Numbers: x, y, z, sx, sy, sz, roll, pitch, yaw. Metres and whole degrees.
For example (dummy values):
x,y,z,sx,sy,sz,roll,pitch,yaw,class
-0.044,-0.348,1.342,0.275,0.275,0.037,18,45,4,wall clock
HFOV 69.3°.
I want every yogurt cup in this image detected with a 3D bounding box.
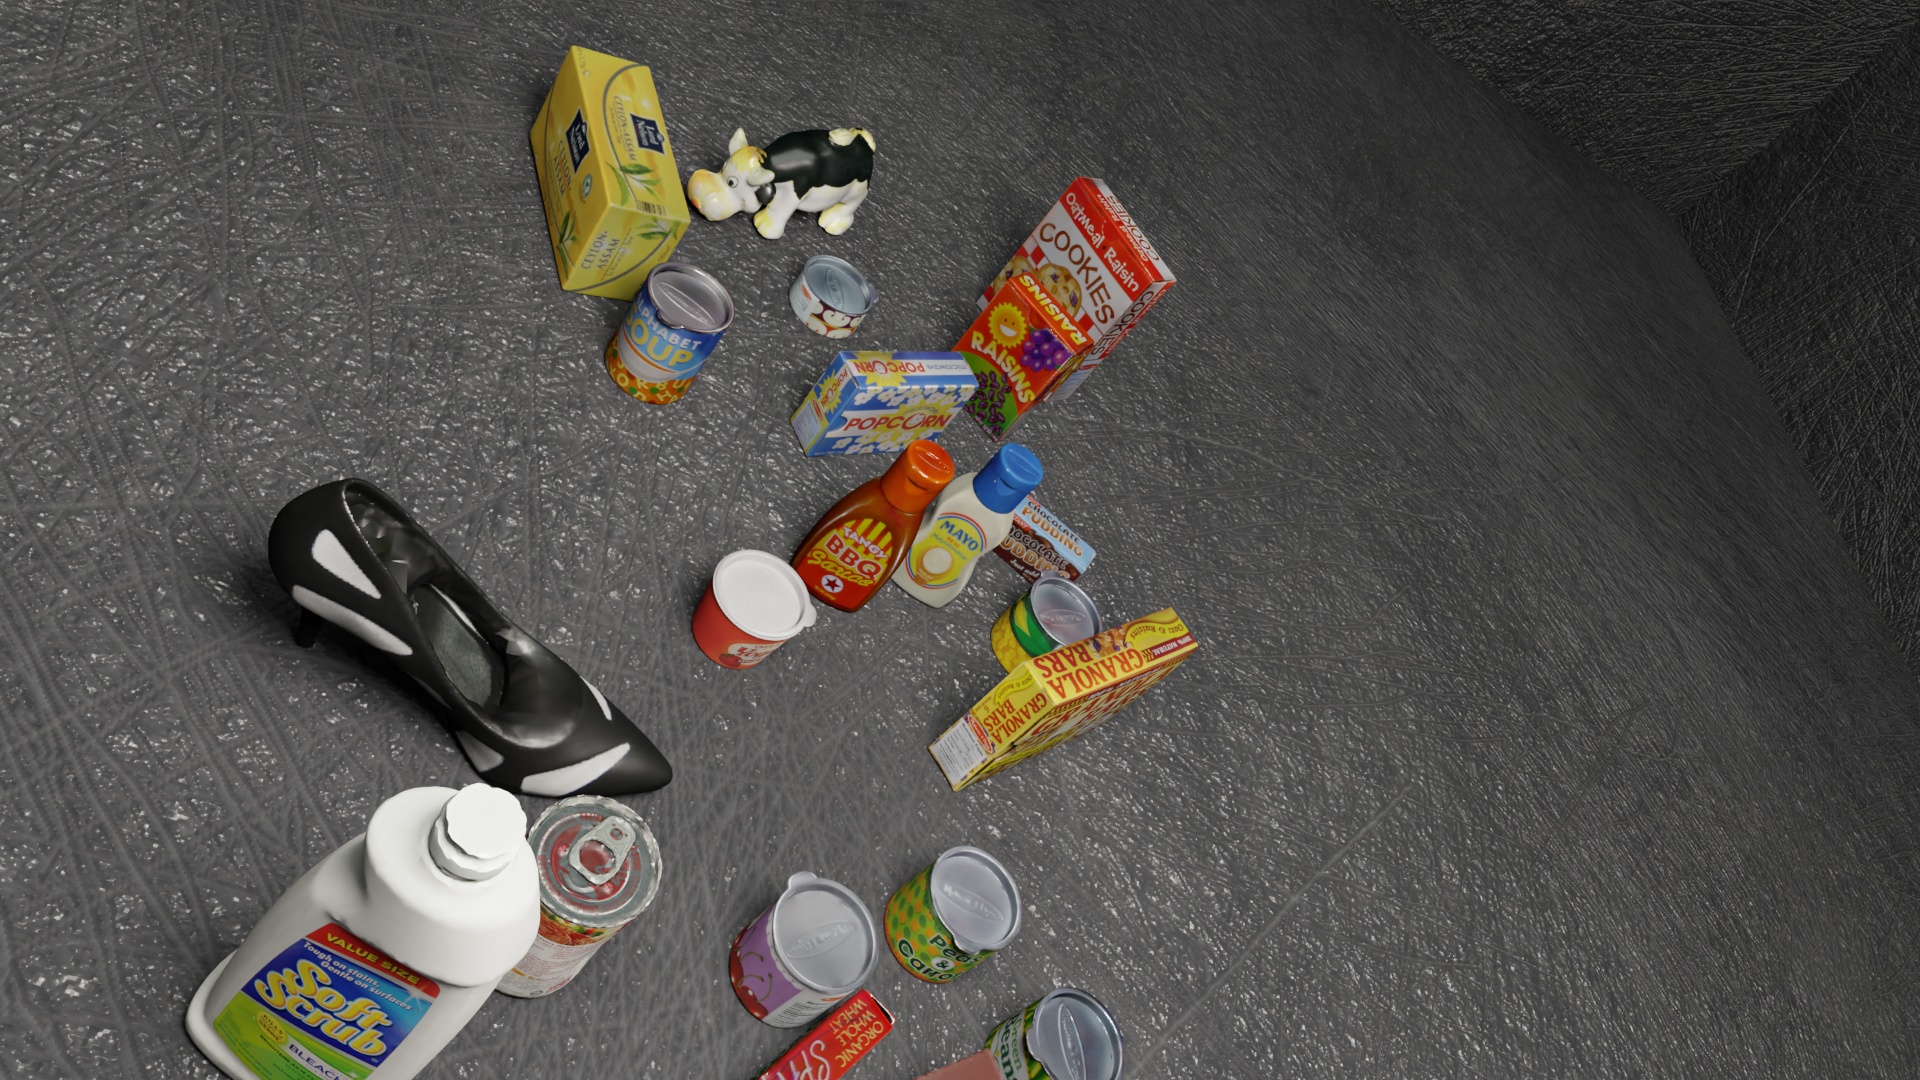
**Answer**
x,y,z,sx,sy,sz,roll,pitch,yaw,class
-0.140,0.048,0.907,0.072,0.053,0.073,22,44,-23,yogurt cup

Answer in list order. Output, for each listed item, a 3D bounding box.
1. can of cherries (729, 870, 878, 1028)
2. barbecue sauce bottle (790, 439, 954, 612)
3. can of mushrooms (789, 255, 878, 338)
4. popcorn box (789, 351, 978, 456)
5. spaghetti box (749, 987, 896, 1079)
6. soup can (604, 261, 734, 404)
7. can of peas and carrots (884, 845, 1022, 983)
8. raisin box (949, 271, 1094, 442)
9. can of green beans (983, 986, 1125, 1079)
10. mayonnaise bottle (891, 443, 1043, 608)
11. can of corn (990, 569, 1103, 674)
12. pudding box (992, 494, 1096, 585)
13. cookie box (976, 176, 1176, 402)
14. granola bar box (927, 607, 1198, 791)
x,y,z,sx,sy,sz,roll,pitch,yaw,class
-0.089,0.230,0.783,0.071,0.058,0.072,22,44,-23,can of cherries
-0.057,-0.012,0.954,0.065,0.147,0.044,35,40,-10,barbecue sauce bottle
-0.107,-0.205,1.173,0.071,0.033,0.071,22,44,-23,can of mushrooms
-0.058,-0.107,1.087,0.127,0.084,0.038,-7,60,-43,popcorn box
-0.127,0.307,0.690,0.029,0.050,0.251,51,40,9,spaghetti box
-0.211,-0.147,0.996,0.071,0.083,0.072,23,44,-23,soup can
-0.005,0.232,0.851,0.071,0.058,0.071,22,44,-23,can of peas and carrots
0.044,-0.156,1.185,0.086,0.122,0.040,49,40,7,raisin box
0.055,0.310,0.833,0.071,0.057,0.071,22,44,-23,can of green beans
0.004,-0.013,1.005,0.065,0.147,0.041,37,40,-8,mayonnaise bottle
0.064,0.067,1.055,0.071,0.058,0.071,22,44,-23,can of corn
0.062,0.003,1.116,0.083,0.049,0.030,41,39,-3,pudding box
0.101,-0.226,1.260,0.040,0.166,0.123,-15,66,-46,cookie box
0.074,0.110,0.973,0.166,0.123,0.039,-15,66,-46,granola bar box
